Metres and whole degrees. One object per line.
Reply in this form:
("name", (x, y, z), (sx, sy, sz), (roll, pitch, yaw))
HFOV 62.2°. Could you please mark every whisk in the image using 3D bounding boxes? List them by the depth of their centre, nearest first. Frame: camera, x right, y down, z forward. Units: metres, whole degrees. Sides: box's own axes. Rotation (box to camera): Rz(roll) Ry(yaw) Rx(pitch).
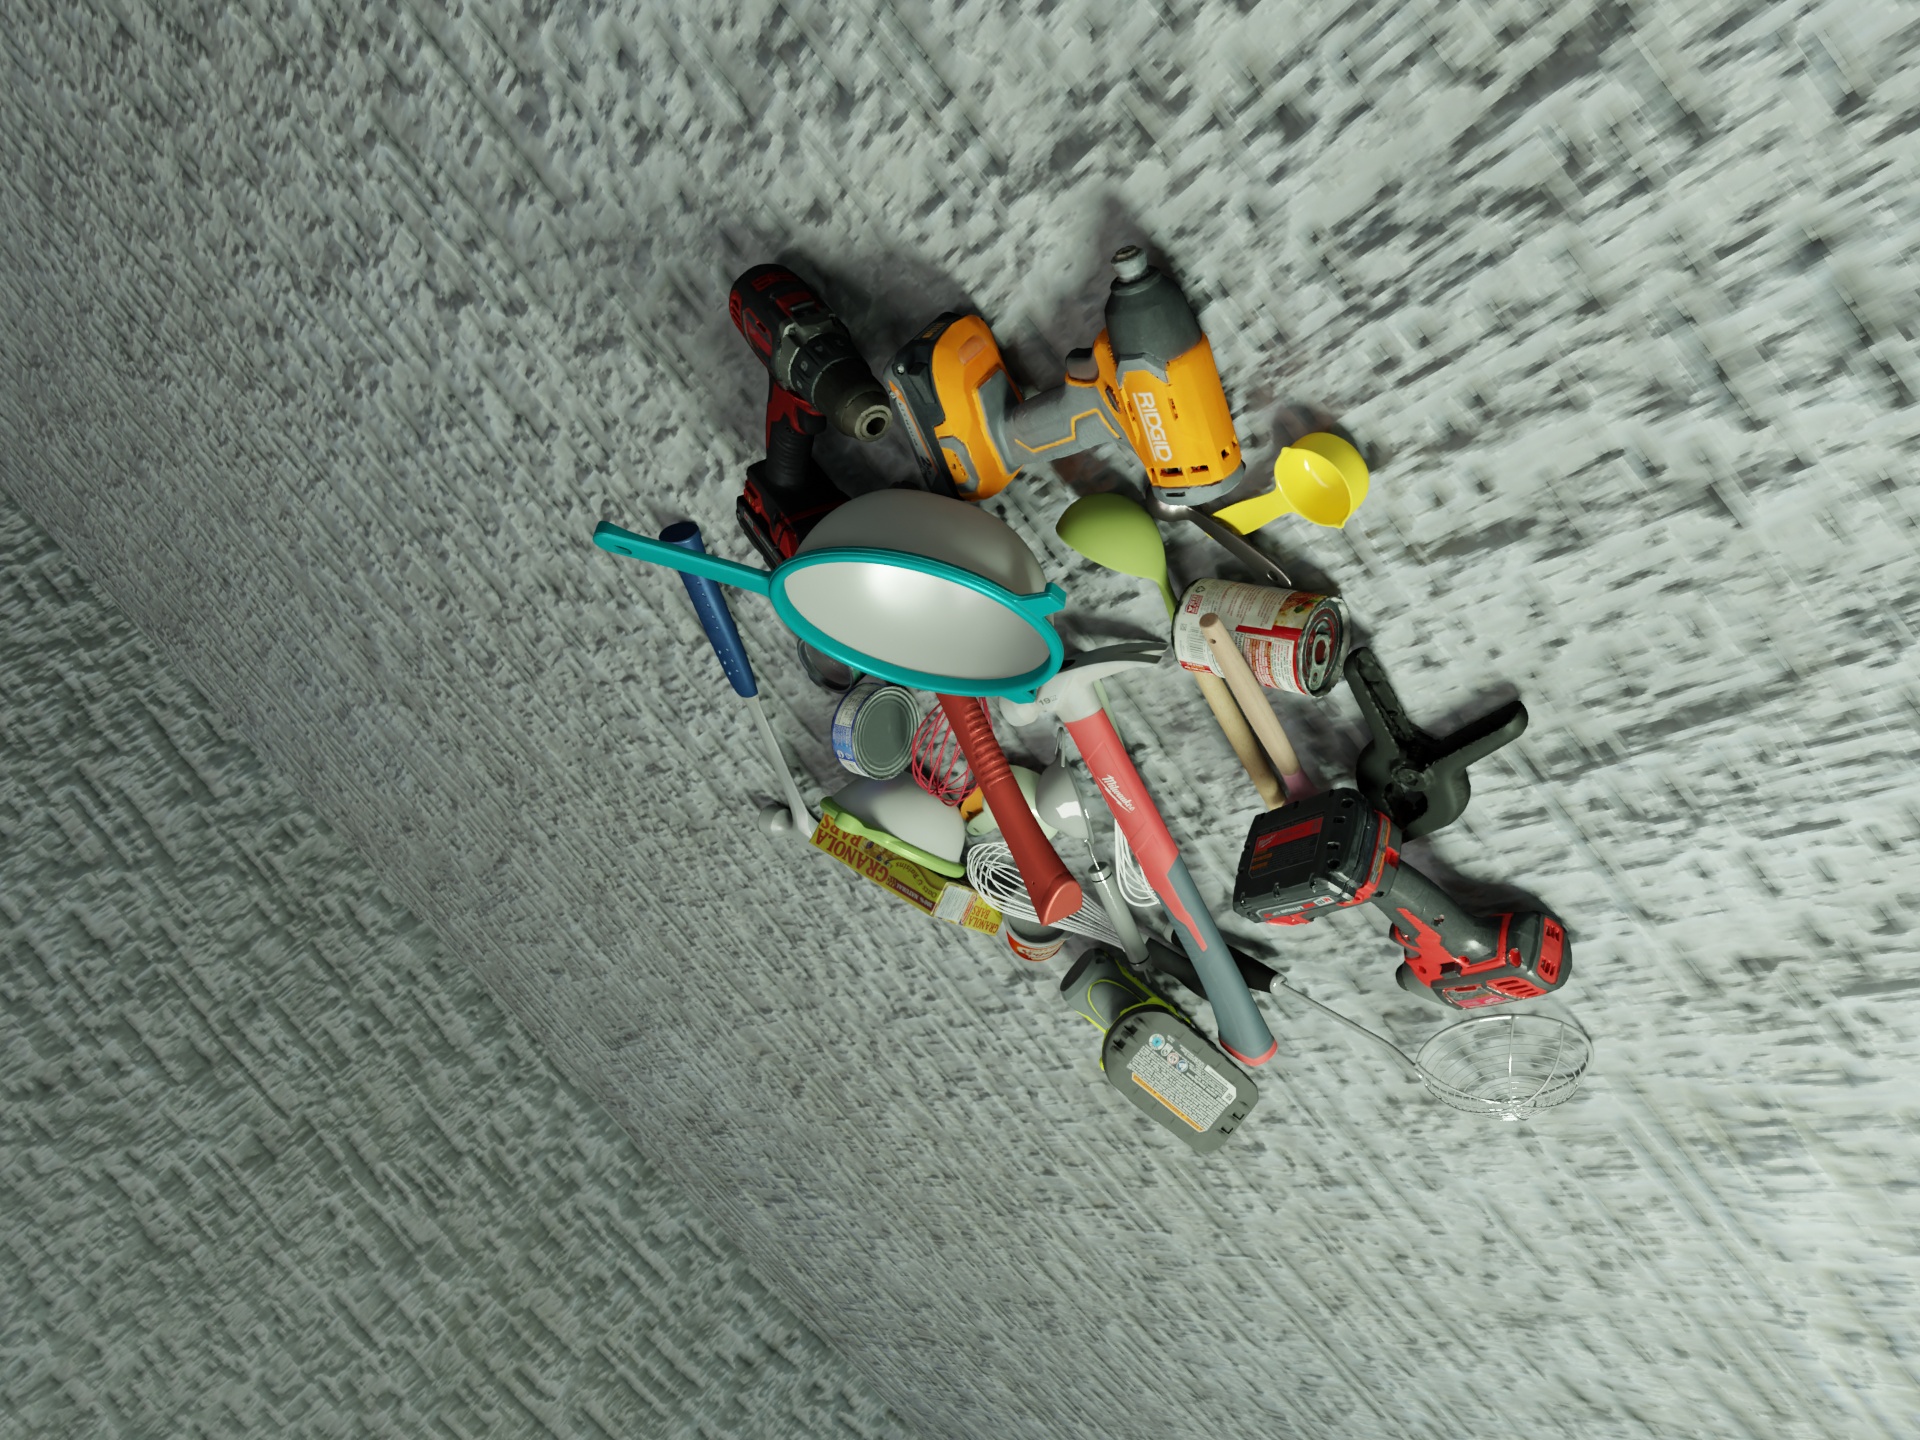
("whisk", (0.131, 0.055, 1.304), (0.058, 0.059, 0.246), (43, 158, 60))
("whisk", (0.009, -0.026, 1.334), (0.073, 0.073, 0.295), (34, 141, 15))
("whisk", (0.131, 0.187, 1.443), (0.285, 0.070, 0.070), (27, 145, 13))

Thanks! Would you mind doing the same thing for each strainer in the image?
("strainer", (-0.084, -0.118, 1.125), (0.340, 0.095, 0.211), (15, 160, 2))
("strainer", (0.115, 0.125, 1.365), (0.258, 0.050, 0.087), (64, 179, -21))
("strainer", (-0.061, 0.078, 1.441), (0.151, 0.069, 0.256), (27, 179, 13))

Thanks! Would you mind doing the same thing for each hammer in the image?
("hammer", (-0.002, -0.004, 1.258), (0.359, 0.036, 0.149), (64, 149, 13))
("hammer", (0.176, 0.115, 1.269), (0.143, 0.038, 0.386), (-17, 111, 34))
("hammer", (-0.205, -0.019, 1.591), (0.144, 0.035, 0.405), (15, 138, 37))

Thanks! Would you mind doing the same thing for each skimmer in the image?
("skimmer", (0.326, 0.221, 1.297), (0.364, 0.090, 0.127), (25, 155, 44))

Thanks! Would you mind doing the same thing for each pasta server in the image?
("pasta server", (0.219, 0.025, 1.103), (0.060, 0.040, 0.315), (3, 150, 32))

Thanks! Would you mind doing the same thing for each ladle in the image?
("ladle", (0.165, -0.033, 1.157), (0.062, 0.078, 0.319), (-28, 117, 9))

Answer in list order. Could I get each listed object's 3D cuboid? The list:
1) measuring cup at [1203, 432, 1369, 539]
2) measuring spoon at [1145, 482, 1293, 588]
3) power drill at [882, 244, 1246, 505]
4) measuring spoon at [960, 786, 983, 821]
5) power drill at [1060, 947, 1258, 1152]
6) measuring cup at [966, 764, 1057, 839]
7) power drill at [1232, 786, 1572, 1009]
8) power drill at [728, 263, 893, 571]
("measuring cup", (0.205, -0.144, 1.021), (0.062, 0.029, 0.156), (52, 159, -9))
("measuring spoon", (0.170, -0.121, 1.065), (0.124, 0.018, 0.034), (39, 159, 23))
("power drill", (0.063, -0.220, 1.032), (0.226, 0.084, 0.164), (5, 131, 39))
("measuring spoon", (0.020, 0.067, 1.473), (0.021, 0.011, 0.116), (30, 150, 2))
("power drill", (0.187, 0.299, 1.419), (0.190, 0.080, 0.228), (39, -179, -5))
("measuring cup", (0.037, 0.091, 1.442), (0.083, 0.038, 0.167), (36, 150, -9))
("power drill", (0.310, 0.140, 1.135), (0.219, 0.079, 0.143), (30, 152, -19))
("power drill", (-0.107, -0.203, 1.183), (0.188, 0.080, 0.226), (52, 152, 36))
